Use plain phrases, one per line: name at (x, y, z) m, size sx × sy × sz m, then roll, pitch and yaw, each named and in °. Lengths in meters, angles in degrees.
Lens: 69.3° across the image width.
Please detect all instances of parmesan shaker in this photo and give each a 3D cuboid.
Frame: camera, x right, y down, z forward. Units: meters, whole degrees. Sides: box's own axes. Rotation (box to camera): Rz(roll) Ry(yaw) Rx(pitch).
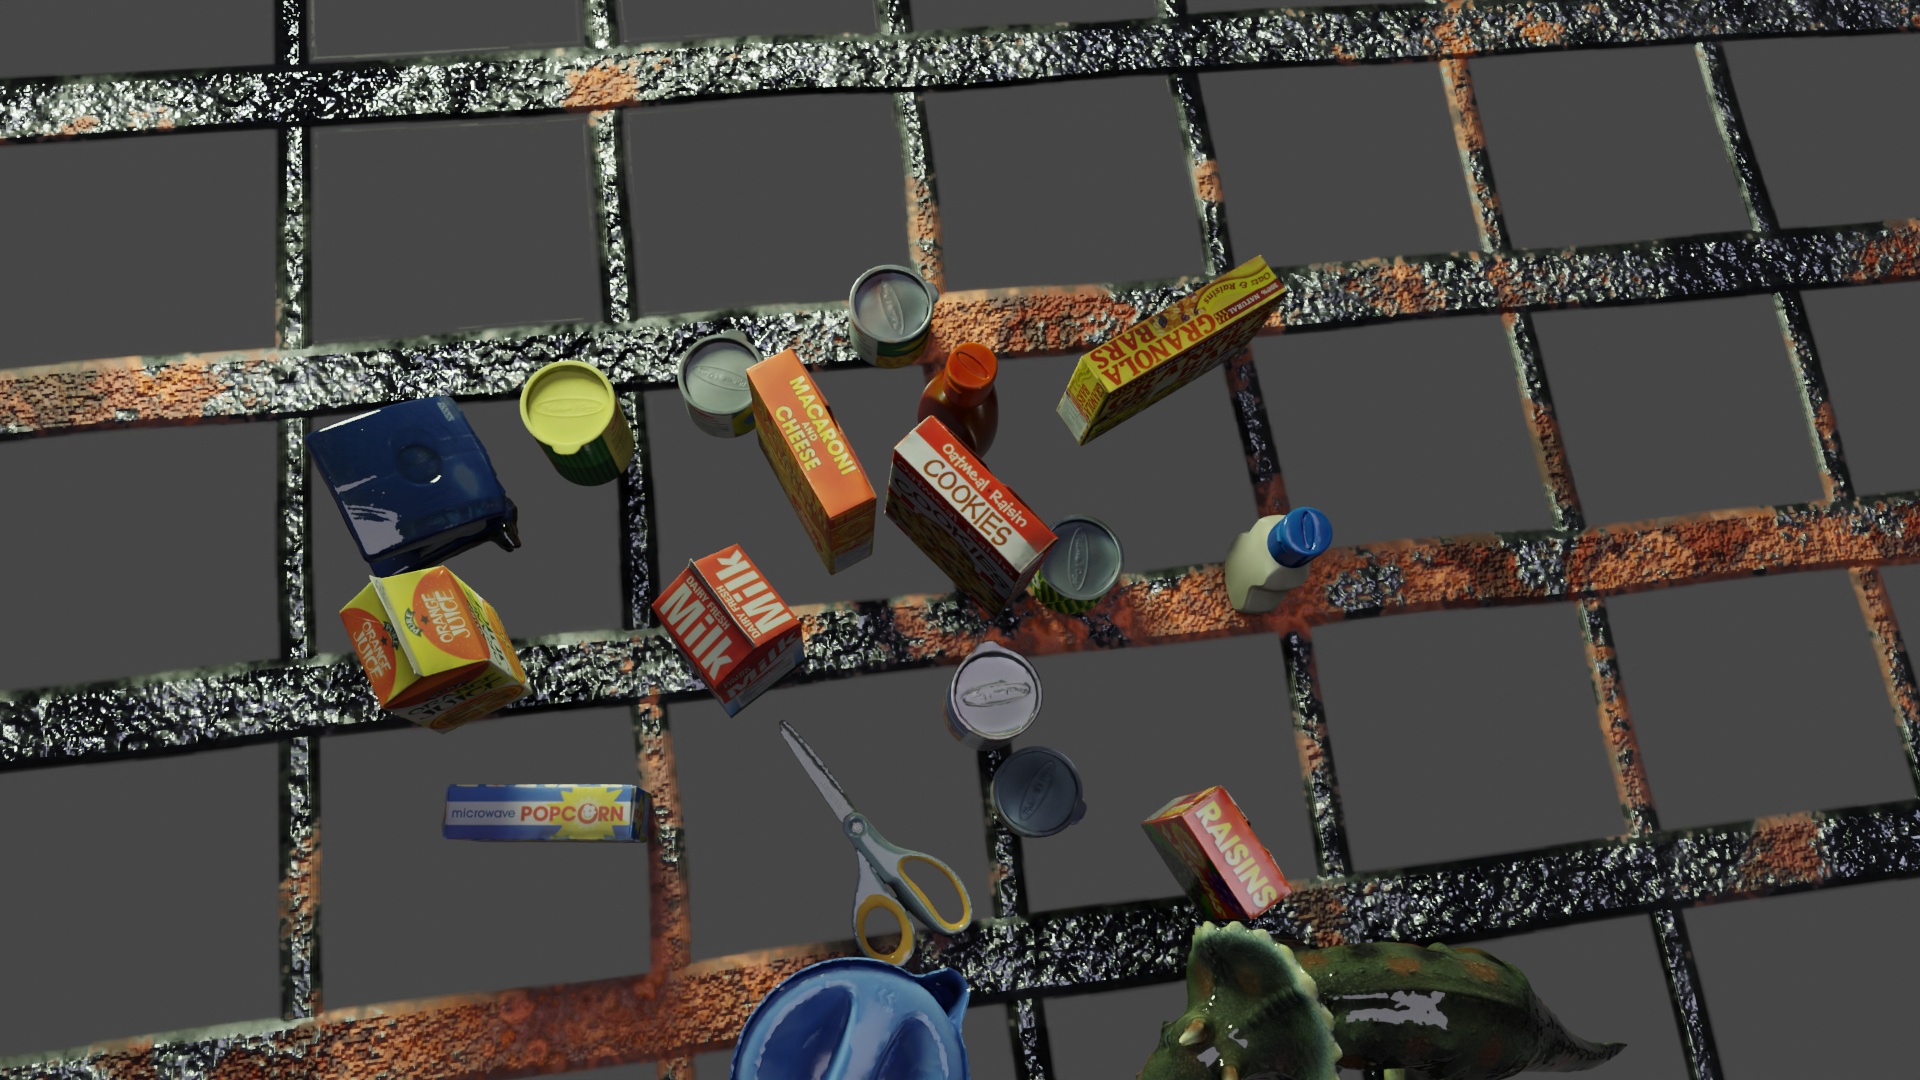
parmesan shaker at (-0.284, -0.082, 1.035) m, size 0.071 × 0.103 × 0.071 m, roll 1°, pitch 75°, yaw -5°

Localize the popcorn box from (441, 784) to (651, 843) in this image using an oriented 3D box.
popcorn box at (-0.286, 0.191, 0.971) m, size 0.127 × 0.085 × 0.038 m, roll 1°, pitch 75°, yaw -5°

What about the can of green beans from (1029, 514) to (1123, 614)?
can of green beans at (0.087, 0.019, 1.067) m, size 0.071 × 0.057 × 0.071 m, roll 1°, pitch 75°, yaw -5°

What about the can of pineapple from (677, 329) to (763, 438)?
can of pineapple at (-0.182, -0.120, 1.079) m, size 0.071 × 0.057 × 0.071 m, roll 1°, pitch 75°, yaw -5°

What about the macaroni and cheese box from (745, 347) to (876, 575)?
macaroni and cheese box at (-0.107, -0.053, 1.012) m, size 0.040 × 0.166 × 0.124 m, roll -28°, pitch 80°, yaw -12°

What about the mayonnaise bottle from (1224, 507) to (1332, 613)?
mayonnaise bottle at (0.236, 0.012, 1.037) m, size 0.041 × 0.147 × 0.065 m, roll 0°, pitch 76°, yaw -5°

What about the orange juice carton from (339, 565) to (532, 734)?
orange juice carton at (-0.355, 0.075, 0.940) m, size 0.073 × 0.192 × 0.072 m, roll -26°, pitch 79°, yaw -11°

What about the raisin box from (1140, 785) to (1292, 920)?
raisin box at (0.180, 0.224, 0.987) m, size 0.040 × 0.123 × 0.086 m, roll -31°, pitch 80°, yaw -12°

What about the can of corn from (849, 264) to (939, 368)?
can of corn at (-0.053, -0.178, 1.106) m, size 0.071 × 0.058 × 0.071 m, roll 1°, pitch 75°, yaw -5°

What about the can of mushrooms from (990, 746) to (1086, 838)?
can of mushrooms at (0.058, 0.189, 1.032) m, size 0.071 × 0.033 × 0.071 m, roll 1°, pitch 75°, yaw -5°

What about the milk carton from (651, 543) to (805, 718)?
milk carton at (-0.158, 0.062, 0.963) m, size 0.073 × 0.190 × 0.072 m, roll -38°, pitch 82°, yaw -13°

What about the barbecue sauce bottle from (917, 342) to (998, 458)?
barbecue sauce bottle at (0.001, -0.104, 1.045) m, size 0.065 × 0.148 × 0.044 m, roll 41°, pitch 76°, yaw 6°

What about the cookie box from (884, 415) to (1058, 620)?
cookie box at (0.004, -0.013, 1.011) m, size 0.123 × 0.167 × 0.040 m, roll 44°, pitch 76°, yaw 7°

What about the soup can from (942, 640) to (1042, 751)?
soup can at (0.022, 0.115, 1.022) m, size 0.071 × 0.083 × 0.071 m, roll 1°, pitch 75°, yaw -5°

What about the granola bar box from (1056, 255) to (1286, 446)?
granola bar box at (0.162, -0.145, 1.084) m, size 0.166 × 0.124 × 0.039 m, roll -31°, pitch 80°, yaw -12°
